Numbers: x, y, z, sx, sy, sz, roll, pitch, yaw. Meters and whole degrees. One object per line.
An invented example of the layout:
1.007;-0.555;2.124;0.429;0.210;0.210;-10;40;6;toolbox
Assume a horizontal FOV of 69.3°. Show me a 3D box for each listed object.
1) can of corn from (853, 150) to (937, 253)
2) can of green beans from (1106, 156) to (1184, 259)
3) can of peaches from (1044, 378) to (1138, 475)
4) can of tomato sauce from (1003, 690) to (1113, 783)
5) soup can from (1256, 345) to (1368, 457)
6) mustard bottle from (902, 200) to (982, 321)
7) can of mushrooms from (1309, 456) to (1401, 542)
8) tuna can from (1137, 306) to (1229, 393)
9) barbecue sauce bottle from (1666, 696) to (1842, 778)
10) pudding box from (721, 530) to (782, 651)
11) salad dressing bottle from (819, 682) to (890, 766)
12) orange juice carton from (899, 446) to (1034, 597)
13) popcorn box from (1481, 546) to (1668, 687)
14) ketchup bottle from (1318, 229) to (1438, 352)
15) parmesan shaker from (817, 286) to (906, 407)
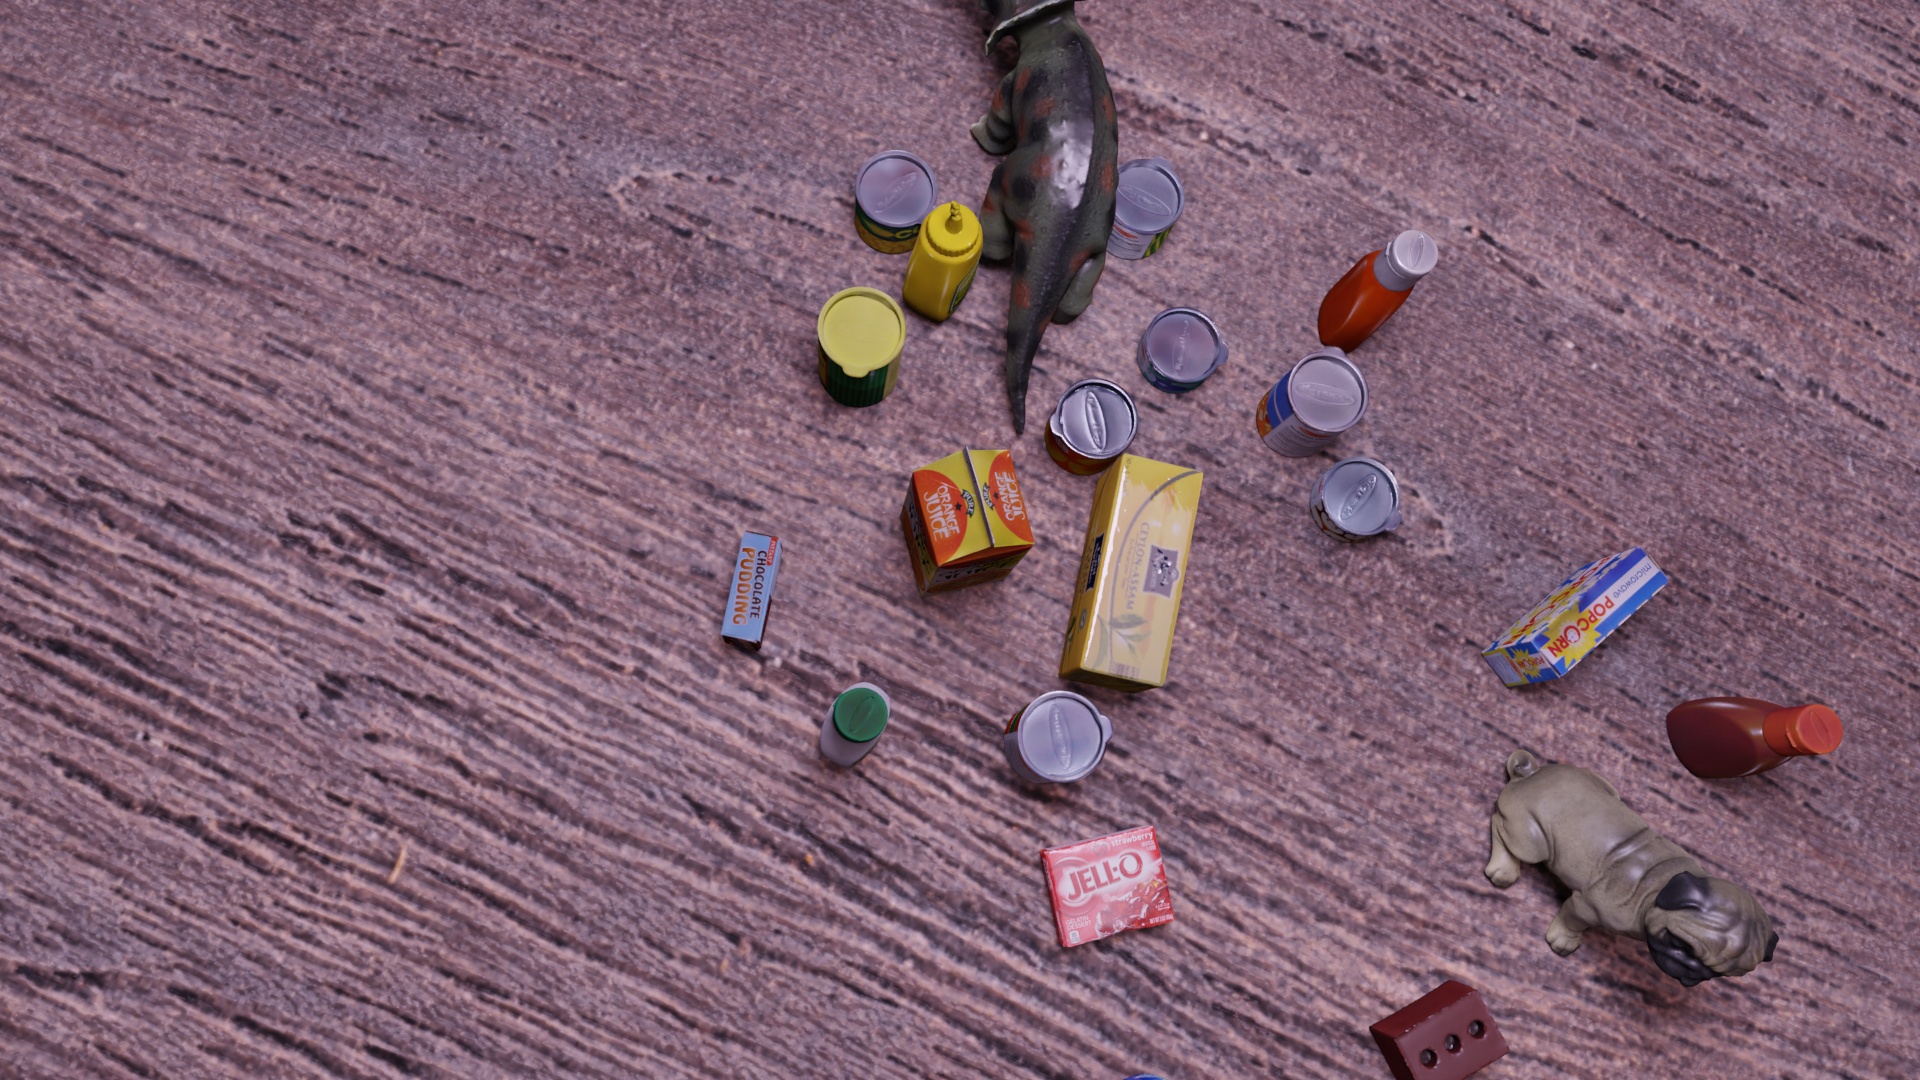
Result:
-0.052;-0.274;1.136;0.071;0.058;0.071;1;78;-6;can of corn
0.148;-0.275;1.158;0.071;0.057;0.071;1;78;-6;can of green beans
0.102;-0.090;1.115;0.071;0.058;0.071;1;78;-6;can of peaches
0.072;0.149;1.049;0.071;0.083;0.071;1;79;-6;can of tomato sauce
0.284;-0.111;1.126;0.071;0.083;0.071;1;79;-6;soup can
-0.011;-0.222;1.077;0.049;0.160;0.065;30;77;0;mustard bottle
0.325;-0.031;1.140;0.071;0.033;0.071;1;78;-6;can of mushrooms
0.184;-0.157;1.150;0.071;0.032;0.071;1;78;-6;tuna can
0.613;0.150;1.075;0.044;0.148;0.065;-22;82;-10;barbecue sauce bottle
-0.159;0.039;1.064;0.030;0.049;0.084;11;78;-4;pudding box
-0.075;0.131;1.004;0.044;0.147;0.064;33;77;1;salad dressing bottle
0.004;-0.013;1.019;0.073;0.192;0.072;-13;81;-8;orange juice carton
0.491;0.062;1.112;0.127;0.085;0.038;-37;85;-12;popcorn box
0.334;-0.204;1.117;0.043;0.148;0.065;17;78;-3;ketchup bottle
-0.079;-0.146;1.083;0.071;0.103;0.071;1;79;-6;parmesan shaker
